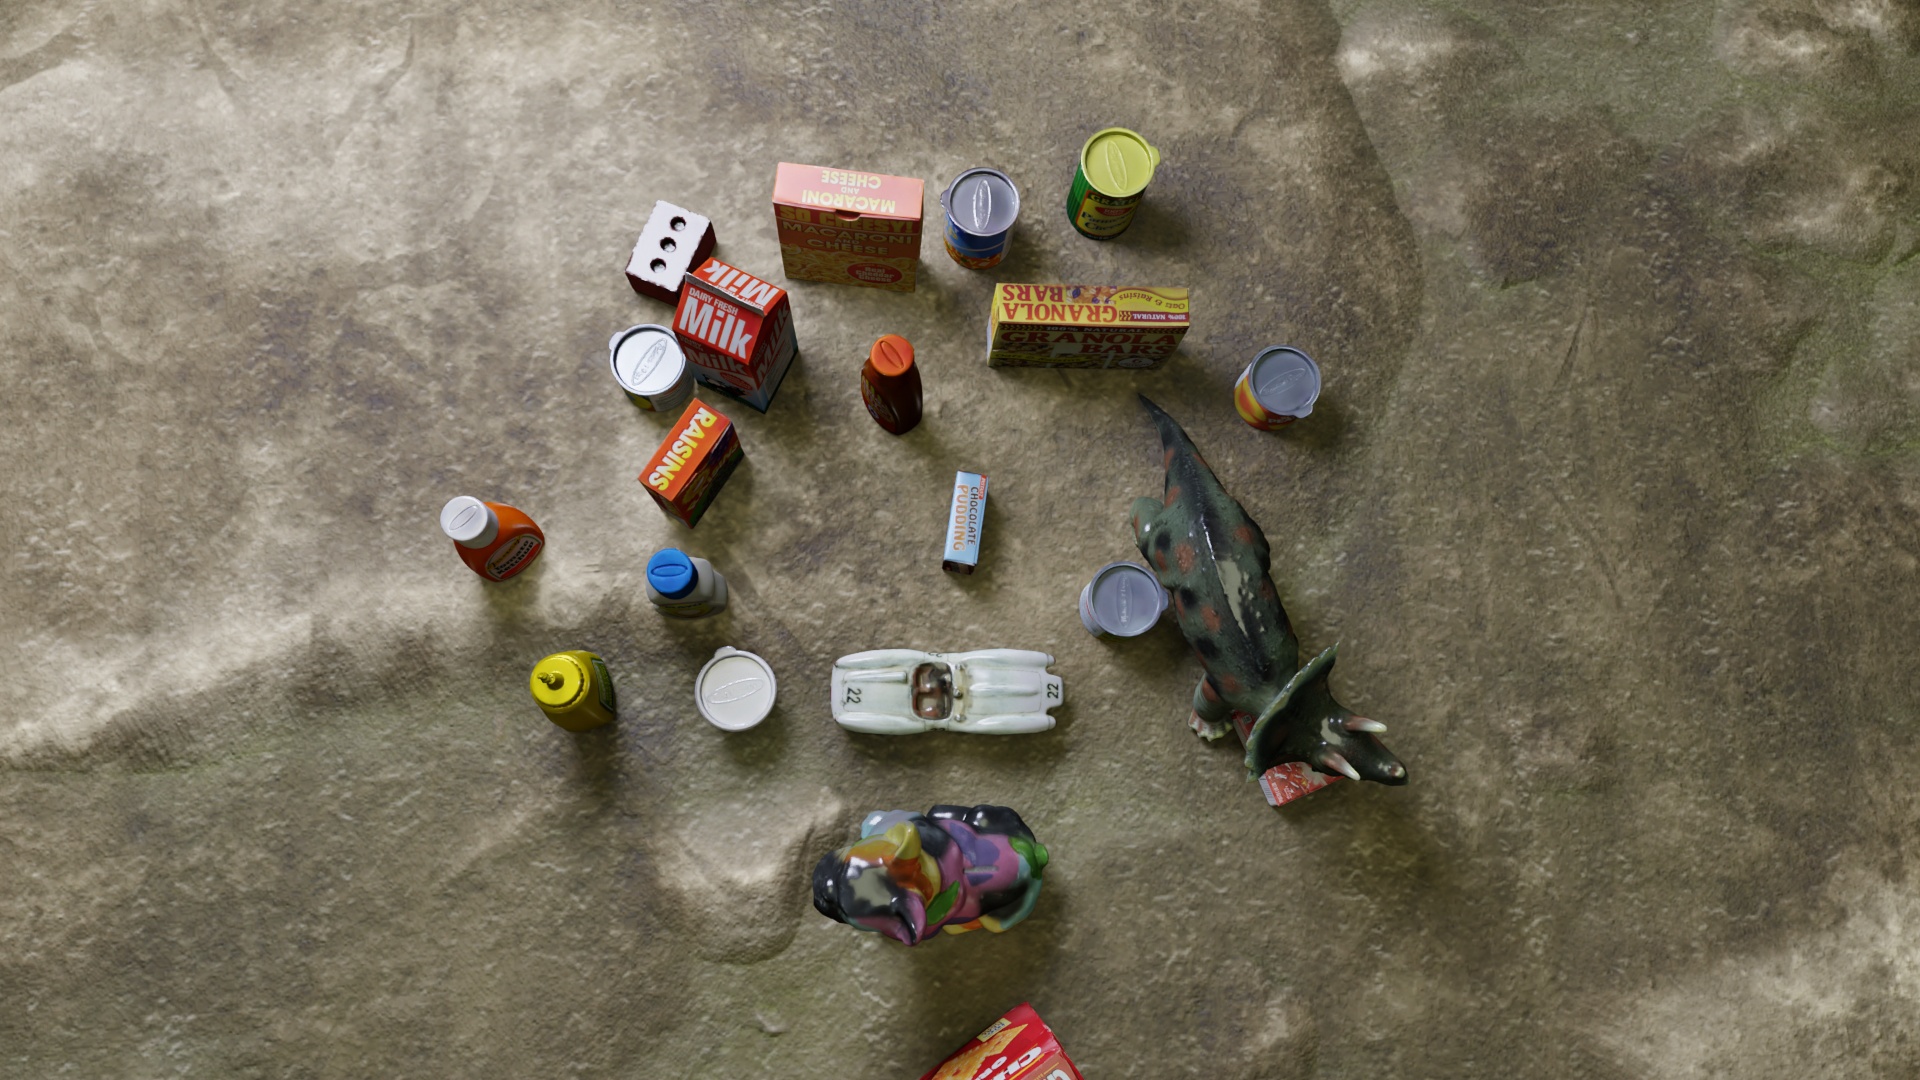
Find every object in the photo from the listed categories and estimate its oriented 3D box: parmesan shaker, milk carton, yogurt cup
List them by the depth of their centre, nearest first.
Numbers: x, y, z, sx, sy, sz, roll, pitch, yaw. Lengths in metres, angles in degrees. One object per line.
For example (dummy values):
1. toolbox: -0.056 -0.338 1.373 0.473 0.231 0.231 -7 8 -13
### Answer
1. milk carton: -0.190 -0.178 1.181 0.072 0.190 0.073 25 79 2
2. yogurt cup: -0.190 0.130 1.190 0.072 0.054 0.072 1 79 -3
3. parmesan shaker: 0.139 -0.325 1.274 0.071 0.103 0.071 1 79 -3

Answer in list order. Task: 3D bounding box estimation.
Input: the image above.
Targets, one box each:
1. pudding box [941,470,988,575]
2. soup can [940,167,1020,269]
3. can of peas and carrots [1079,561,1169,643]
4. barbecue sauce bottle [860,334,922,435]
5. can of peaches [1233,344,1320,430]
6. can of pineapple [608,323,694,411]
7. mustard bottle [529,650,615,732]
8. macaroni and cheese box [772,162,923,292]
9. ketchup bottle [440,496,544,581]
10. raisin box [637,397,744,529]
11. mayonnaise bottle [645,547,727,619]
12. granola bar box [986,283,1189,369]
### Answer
1. pudding box: 0.004 -0.015 1.232 0.030 0.049 0.084 9 79 -2
2. soup can: 0.015 -0.293 1.270 0.071 0.083 0.071 1 79 -3
3. can of peas and carrots: 0.143 0.055 1.222 0.071 0.058 0.071 1 79 -3
4. barbecue sauce bottle: -0.059 -0.138 1.202 0.044 0.148 0.065 -37 84 -9
5. can of peaches: 0.289 -0.136 1.269 0.071 0.058 0.071 1 79 -3
6. can of pineapple: -0.275 -0.155 1.238 0.071 0.057 0.071 1 79 -3
7. mustard bottle: -0.318 0.120 1.130 0.049 0.160 0.065 -14 81 -6
8. macaroni and cheese box: -0.096 -0.270 1.217 0.124 0.166 0.040 6 79 -2
9. ketchup bottle: -0.393 -0.005 1.155 0.065 0.148 0.043 -44 85 -10
10. raisin box: -0.228 -0.063 1.190 0.040 0.123 0.086 34 79 3
11. mayonnaise bottle: -0.232 0.037 1.157 0.065 0.148 0.041 -5 80 -4
12. granola bar box: 0.110 -0.188 1.235 0.166 0.124 0.039 1 80 -3
